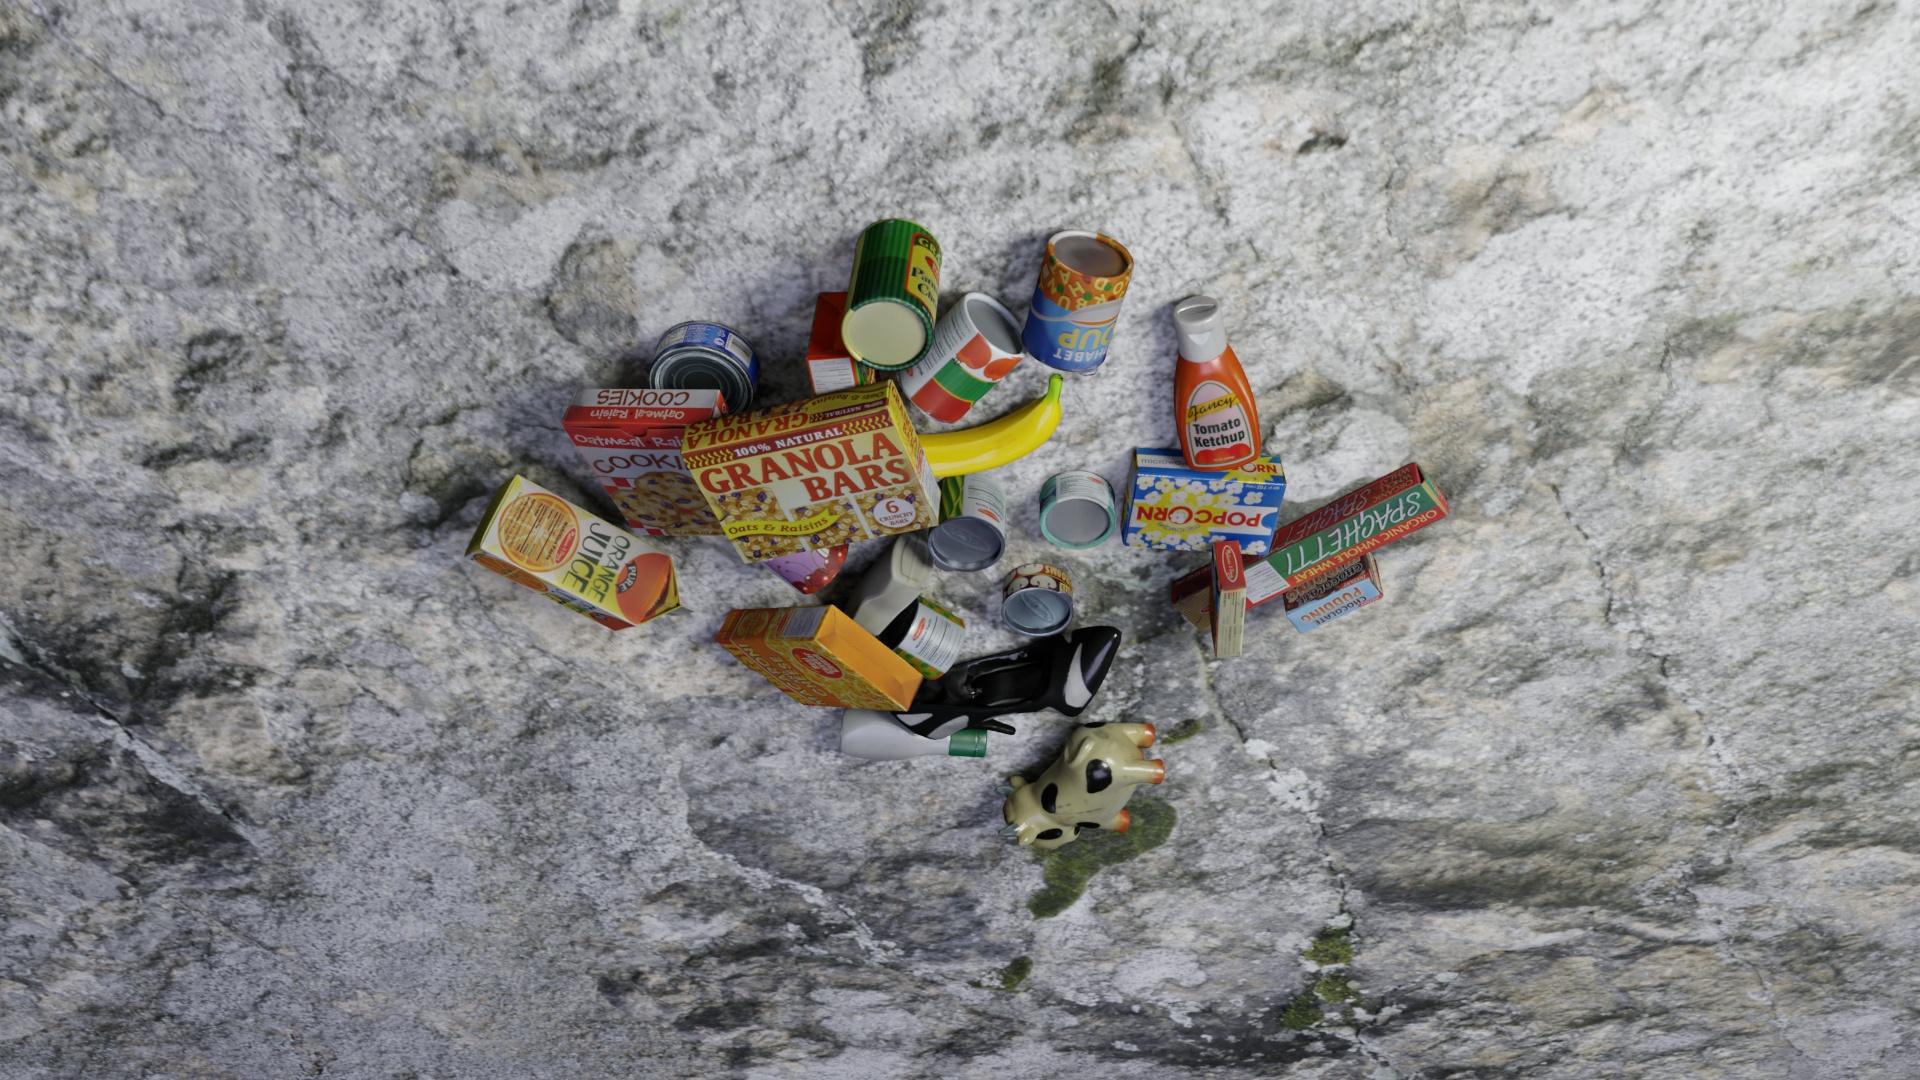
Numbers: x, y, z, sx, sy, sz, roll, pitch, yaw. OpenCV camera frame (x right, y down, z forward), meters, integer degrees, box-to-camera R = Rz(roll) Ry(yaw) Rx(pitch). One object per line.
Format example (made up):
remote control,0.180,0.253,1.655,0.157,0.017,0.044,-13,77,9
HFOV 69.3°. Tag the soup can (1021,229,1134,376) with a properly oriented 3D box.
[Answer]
soup can,0.088,-0.175,1.026,0.071,0.072,0.083,10,134,-6

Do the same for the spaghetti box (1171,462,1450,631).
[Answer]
spaghetti box,0.302,0.009,1.219,0.249,0.029,0.050,-30,125,28

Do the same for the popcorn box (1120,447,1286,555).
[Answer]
popcorn box,0.204,-0.033,1.179,0.127,0.038,0.084,4,133,0

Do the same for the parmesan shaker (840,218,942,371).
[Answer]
parmesan shaker,-0.048,-0.176,1.010,0.071,0.103,0.071,2,134,2

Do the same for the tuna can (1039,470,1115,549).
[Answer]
tuna can,0.100,-0.024,1.197,0.071,0.033,0.070,2,133,2

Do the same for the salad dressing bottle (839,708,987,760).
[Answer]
salad dressing bottle,-0.047,0.198,1.414,0.148,0.044,0.064,5,132,-3

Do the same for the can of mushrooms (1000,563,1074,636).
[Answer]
can of mushrooms,0.073,0.054,1.274,0.071,0.034,0.070,2,134,2

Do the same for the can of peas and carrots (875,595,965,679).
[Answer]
can of peas and carrots,-0.038,0.088,1.293,0.058,0.071,0.070,31,128,-25

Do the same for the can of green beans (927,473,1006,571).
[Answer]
can of green beans,0.006,-0.016,1.193,0.071,0.058,0.071,2,134,2

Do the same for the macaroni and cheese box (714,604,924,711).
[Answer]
macaroni and cheese box,-0.134,0.110,1.286,0.166,0.040,0.123,-6,141,49

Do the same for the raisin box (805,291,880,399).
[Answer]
raisin box,-0.088,-0.119,1.081,0.040,0.086,0.122,-4,134,5

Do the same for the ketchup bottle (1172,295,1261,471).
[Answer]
ketchup bottle,0.196,-0.122,1.090,0.065,0.044,0.148,-9,132,13

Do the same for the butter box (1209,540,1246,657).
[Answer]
butter box,0.230,0.052,1.200,0.024,0.053,0.103,-4,141,5

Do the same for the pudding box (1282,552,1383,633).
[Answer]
pudding box,0.330,0.043,1.236,0.083,0.050,0.030,-28,125,27

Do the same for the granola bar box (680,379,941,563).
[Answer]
granola bar box,-0.112,-0.049,1.059,0.165,0.039,0.123,-11,134,12

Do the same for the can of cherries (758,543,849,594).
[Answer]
can of cherries,-0.139,0.004,1.216,0.071,0.072,0.058,-30,125,29

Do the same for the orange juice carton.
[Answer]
orange juice carton,-0.327,0.023,1.225,0.192,0.073,0.071,30,159,-23

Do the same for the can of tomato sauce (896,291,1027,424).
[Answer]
can of tomato sauce,0.003,-0.140,1.069,0.071,0.071,0.082,31,127,-24

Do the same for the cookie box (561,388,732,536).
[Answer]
cookie box,-0.235,-0.060,1.143,0.123,0.040,0.166,1,149,11

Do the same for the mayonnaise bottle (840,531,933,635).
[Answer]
mayonnaise bottle,-0.075,0.053,1.263,0.041,0.065,0.147,25,140,-16
